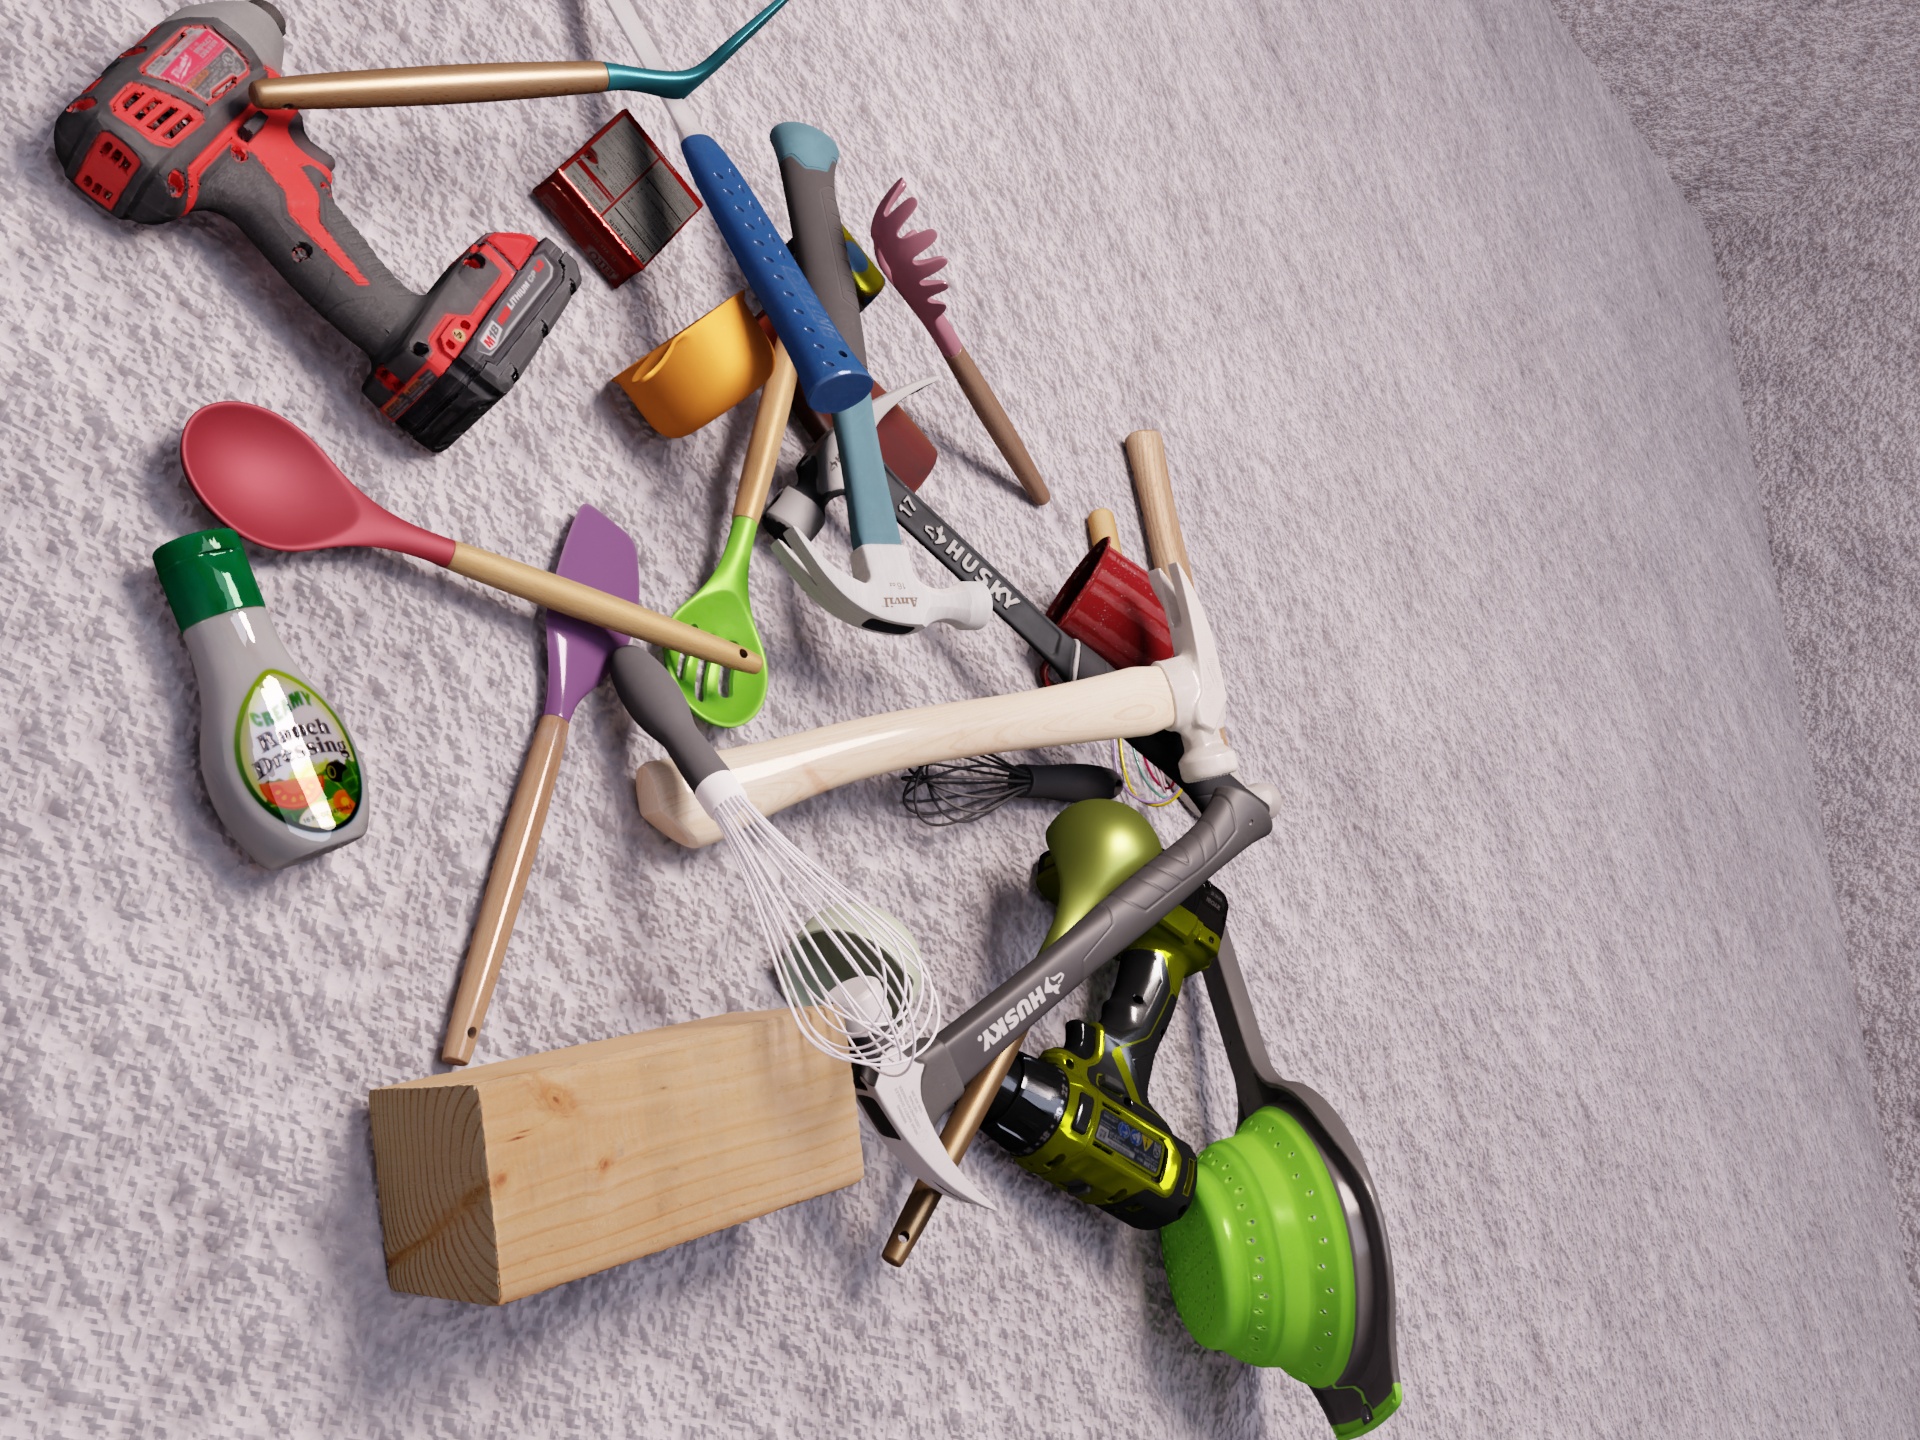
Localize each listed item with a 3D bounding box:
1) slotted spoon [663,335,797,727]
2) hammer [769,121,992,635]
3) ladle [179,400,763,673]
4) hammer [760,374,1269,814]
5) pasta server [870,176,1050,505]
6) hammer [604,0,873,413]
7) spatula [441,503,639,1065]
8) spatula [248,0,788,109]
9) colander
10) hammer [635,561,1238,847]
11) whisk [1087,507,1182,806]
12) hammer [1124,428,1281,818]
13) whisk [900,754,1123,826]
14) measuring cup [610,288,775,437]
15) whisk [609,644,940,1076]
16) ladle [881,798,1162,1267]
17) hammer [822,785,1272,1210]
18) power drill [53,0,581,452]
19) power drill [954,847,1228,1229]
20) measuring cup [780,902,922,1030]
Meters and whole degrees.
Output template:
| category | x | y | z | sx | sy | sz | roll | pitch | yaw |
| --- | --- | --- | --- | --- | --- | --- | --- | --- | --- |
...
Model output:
| category | x | y | z | sx | sy | sz | roll | pitch | yaw |
| --- | --- | --- | --- | --- | --- | --- | --- | --- | --- |
| slotted spoon | -0.121 | -0.139 | 0.947 | 0.070 | 0.031 | 0.314 | 26 | 63 | -33 |
| hammer | -0.069 | -0.211 | 0.966 | 0.128 | 0.033 | 0.331 | -3 | 76 | -32 |
| ladle | -0.233 | -0.077 | 0.803 | 0.315 | 0.031 | 0.069 | 21 | 59 | -35 |
| hammer | 0.062 | -0.055 | 1.057 | 0.408 | 0.036 | 0.149 | 41 | 70 | -19 |
| pasta server | 0.011 | -0.238 | 1.074 | 0.315 | 0.040 | 0.060 | 49 | 12 | -56 |
| hammer | -0.154 | -0.348 | 0.942 | 0.144 | 0.035 | 0.406 | -5 | 60 | -51 |
| spatula | -0.212 | 0.024 | 0.811 | 0.059 | 0.018 | 0.316 | 42 | 45 | -42 |
| spatula | -0.213 | -0.342 | 0.825 | 0.317 | 0.082 | 0.044 | -23 | 95 | -39 |
| colander | 0.173 | 0.275 | 1.070 | 0.094 | 0.204 | 0.398 | -4 | 55 | -14 |
| hammer | -0.002 | -0.003 | 0.959 | 0.410 | 0.038 | 0.146 | -11 | 86 | -34 |
| whisk | 0.132 | -0.051 | 1.207 | 0.051 | 0.047 | 0.245 | 2 | 67 | -30 |
| hammer | 0.179 | -0.079 | 1.282 | 0.130 | 0.031 | 0.331 | 4 | 70 | -48 |
| whisk | 0.042 | 0.044 | 1.067 | 0.238 | 0.055 | 0.055 | 4 | 71 | -52 |
| measuring cup | -0.150 | -0.187 | 0.886 | 0.052 | 0.095 | 0.174 | 55 | 11 | -19 |
| whisk | -0.104 | 0.062 | 0.797 | 0.070 | 0.070 | 0.285 | -4 | 47 | -49 |
| ladle | 0.034 | 0.175 | 0.935 | 0.078 | 0.062 | 0.320 | 28 | 61 | 5 |
| hammer | 0.074 | 0.135 | 0.913 | 0.335 | 0.035 | 0.146 | -33 | 107 | -35 |
| power drill | -0.307 | -0.251 | 0.785 | 0.219 | 0.078 | 0.143 | 39 | 48 | -26 |
| power drill | 0.082 | 0.186 | 1.022 | 0.190 | 0.080 | 0.229 | 35 | 52 | -22 |
| measuring cup | -0.043 | 0.175 | 0.906 | 0.038 | 0.083 | 0.167 | -61 | 136 | -55 |
